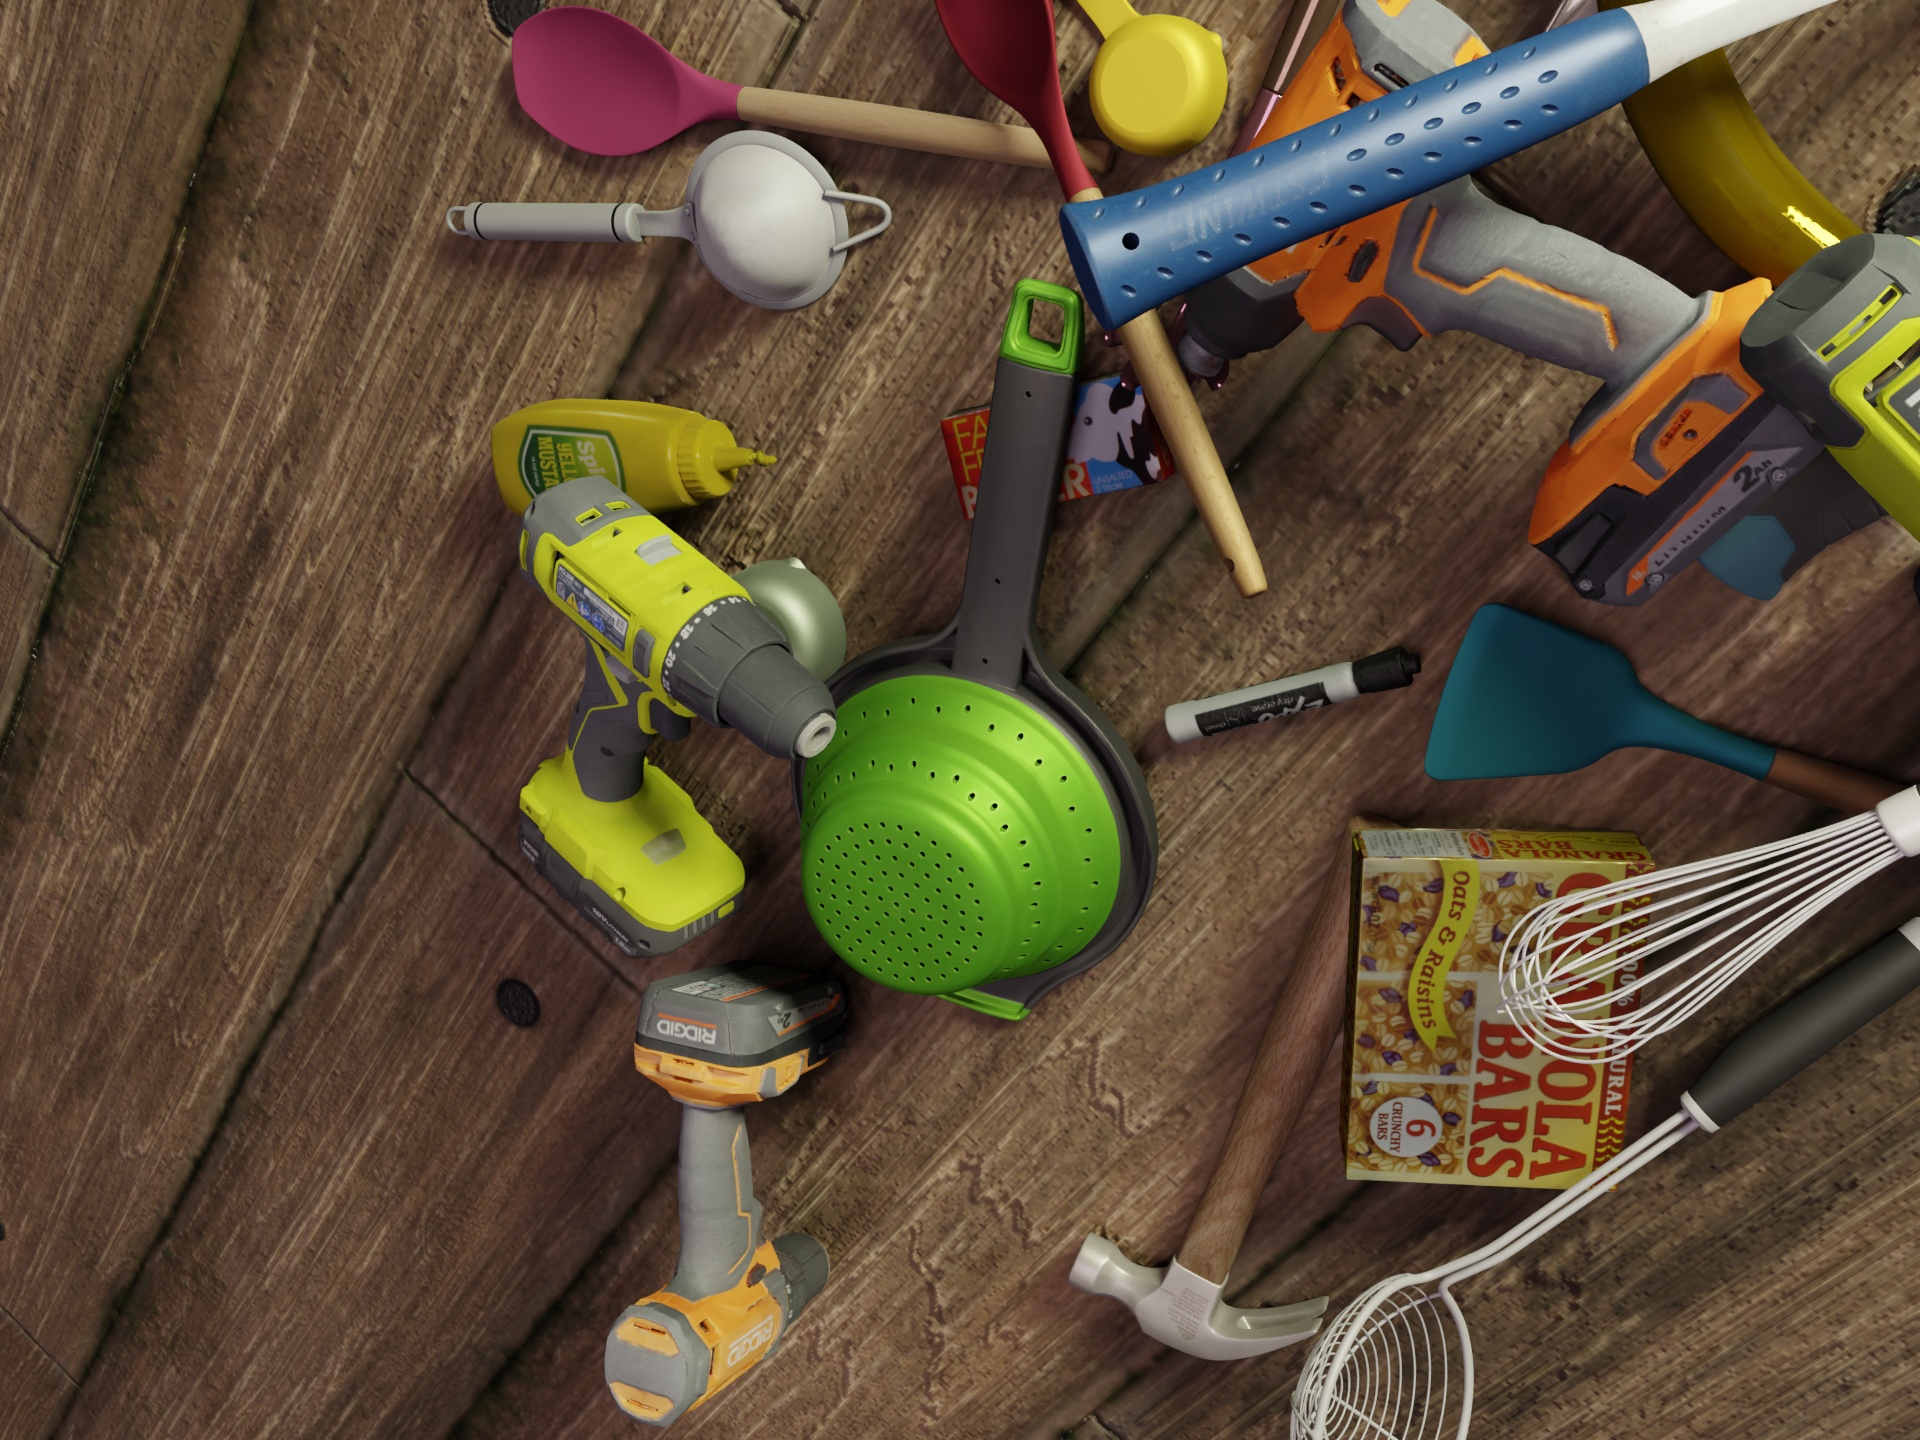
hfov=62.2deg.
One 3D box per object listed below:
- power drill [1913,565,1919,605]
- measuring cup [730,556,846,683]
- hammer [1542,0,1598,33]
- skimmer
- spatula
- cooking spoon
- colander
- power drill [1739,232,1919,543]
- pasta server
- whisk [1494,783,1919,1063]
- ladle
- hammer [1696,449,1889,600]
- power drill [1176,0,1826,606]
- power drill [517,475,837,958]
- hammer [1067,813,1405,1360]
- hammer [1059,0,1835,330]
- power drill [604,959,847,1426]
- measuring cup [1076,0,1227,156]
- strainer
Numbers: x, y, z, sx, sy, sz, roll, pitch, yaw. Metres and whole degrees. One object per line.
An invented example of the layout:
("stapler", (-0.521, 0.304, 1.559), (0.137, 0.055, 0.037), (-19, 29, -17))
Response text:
("power drill", (0.474, -0.037, 0.550), (0.219, 0.078, 0.143), (-27, 95, 33))
("measuring cup", (-0.142, -0.058, 0.847), (0.167, 0.038, 0.083), (21, 116, 15))
("hammer", (0.074, -0.388, 0.581), (0.410, 0.038, 0.146), (26, 114, 2))
("skimmer", (0.285, 0.227, 0.681), (0.363, 0.090, 0.127), (-43, 129, 15))
("spatula", (0.356, 0.031, 0.646), (0.317, 0.044, 0.082), (19, 112, 16))
("cooking spoon", (-0.079, -0.286, 0.747), (0.319, 0.017, 0.068), (16, 124, 19))
("colander", (-0.001, -0.002, 0.750), (0.204, 0.094, 0.396), (18, 121, 16))
("power drill", (0.385, -0.137, 0.485), (0.171, 0.080, 0.223), (41, 112, -7))
("pasta server", (0.139, -0.278, 0.637), (0.060, 0.040, 0.316), (24, 116, 3))
("whisk", (0.329, 0.053, 0.603), (0.284, 0.070, 0.070), (-36, 91, 32))
("ladle", (0.060, -0.195, 0.660), (0.315, 0.031, 0.069), (68, 155, 8))
("hammer", (0.419, -0.139, 0.560), (0.331, 0.033, 0.128), (-34, 93, 31))
("power drill", (0.197, -0.148, 0.611), (0.226, 0.084, 0.164), (37, 135, 0))
("power drill", (-0.151, 0.012, 0.813), (0.191, 0.080, 0.228), (38, 135, 23))
("hammer", (0.159, 0.195, 0.805), (0.130, 0.031, 0.331), (24, 117, 16))
("hammer", (0.229, -0.216, 0.514), (0.405, 0.035, 0.144), (-22, 99, 1))
("power drill", (-0.120, 0.255, 0.899), (0.084, 0.185, 0.226), (7, 92, 23))
("measuring cup", (0.053, -0.308, 0.670), (0.062, 0.029, 0.156), (-34, 93, 31))
("strainer", (-0.158, -0.245, 0.789), (0.258, 0.050, 0.086), (9, 127, 26))
